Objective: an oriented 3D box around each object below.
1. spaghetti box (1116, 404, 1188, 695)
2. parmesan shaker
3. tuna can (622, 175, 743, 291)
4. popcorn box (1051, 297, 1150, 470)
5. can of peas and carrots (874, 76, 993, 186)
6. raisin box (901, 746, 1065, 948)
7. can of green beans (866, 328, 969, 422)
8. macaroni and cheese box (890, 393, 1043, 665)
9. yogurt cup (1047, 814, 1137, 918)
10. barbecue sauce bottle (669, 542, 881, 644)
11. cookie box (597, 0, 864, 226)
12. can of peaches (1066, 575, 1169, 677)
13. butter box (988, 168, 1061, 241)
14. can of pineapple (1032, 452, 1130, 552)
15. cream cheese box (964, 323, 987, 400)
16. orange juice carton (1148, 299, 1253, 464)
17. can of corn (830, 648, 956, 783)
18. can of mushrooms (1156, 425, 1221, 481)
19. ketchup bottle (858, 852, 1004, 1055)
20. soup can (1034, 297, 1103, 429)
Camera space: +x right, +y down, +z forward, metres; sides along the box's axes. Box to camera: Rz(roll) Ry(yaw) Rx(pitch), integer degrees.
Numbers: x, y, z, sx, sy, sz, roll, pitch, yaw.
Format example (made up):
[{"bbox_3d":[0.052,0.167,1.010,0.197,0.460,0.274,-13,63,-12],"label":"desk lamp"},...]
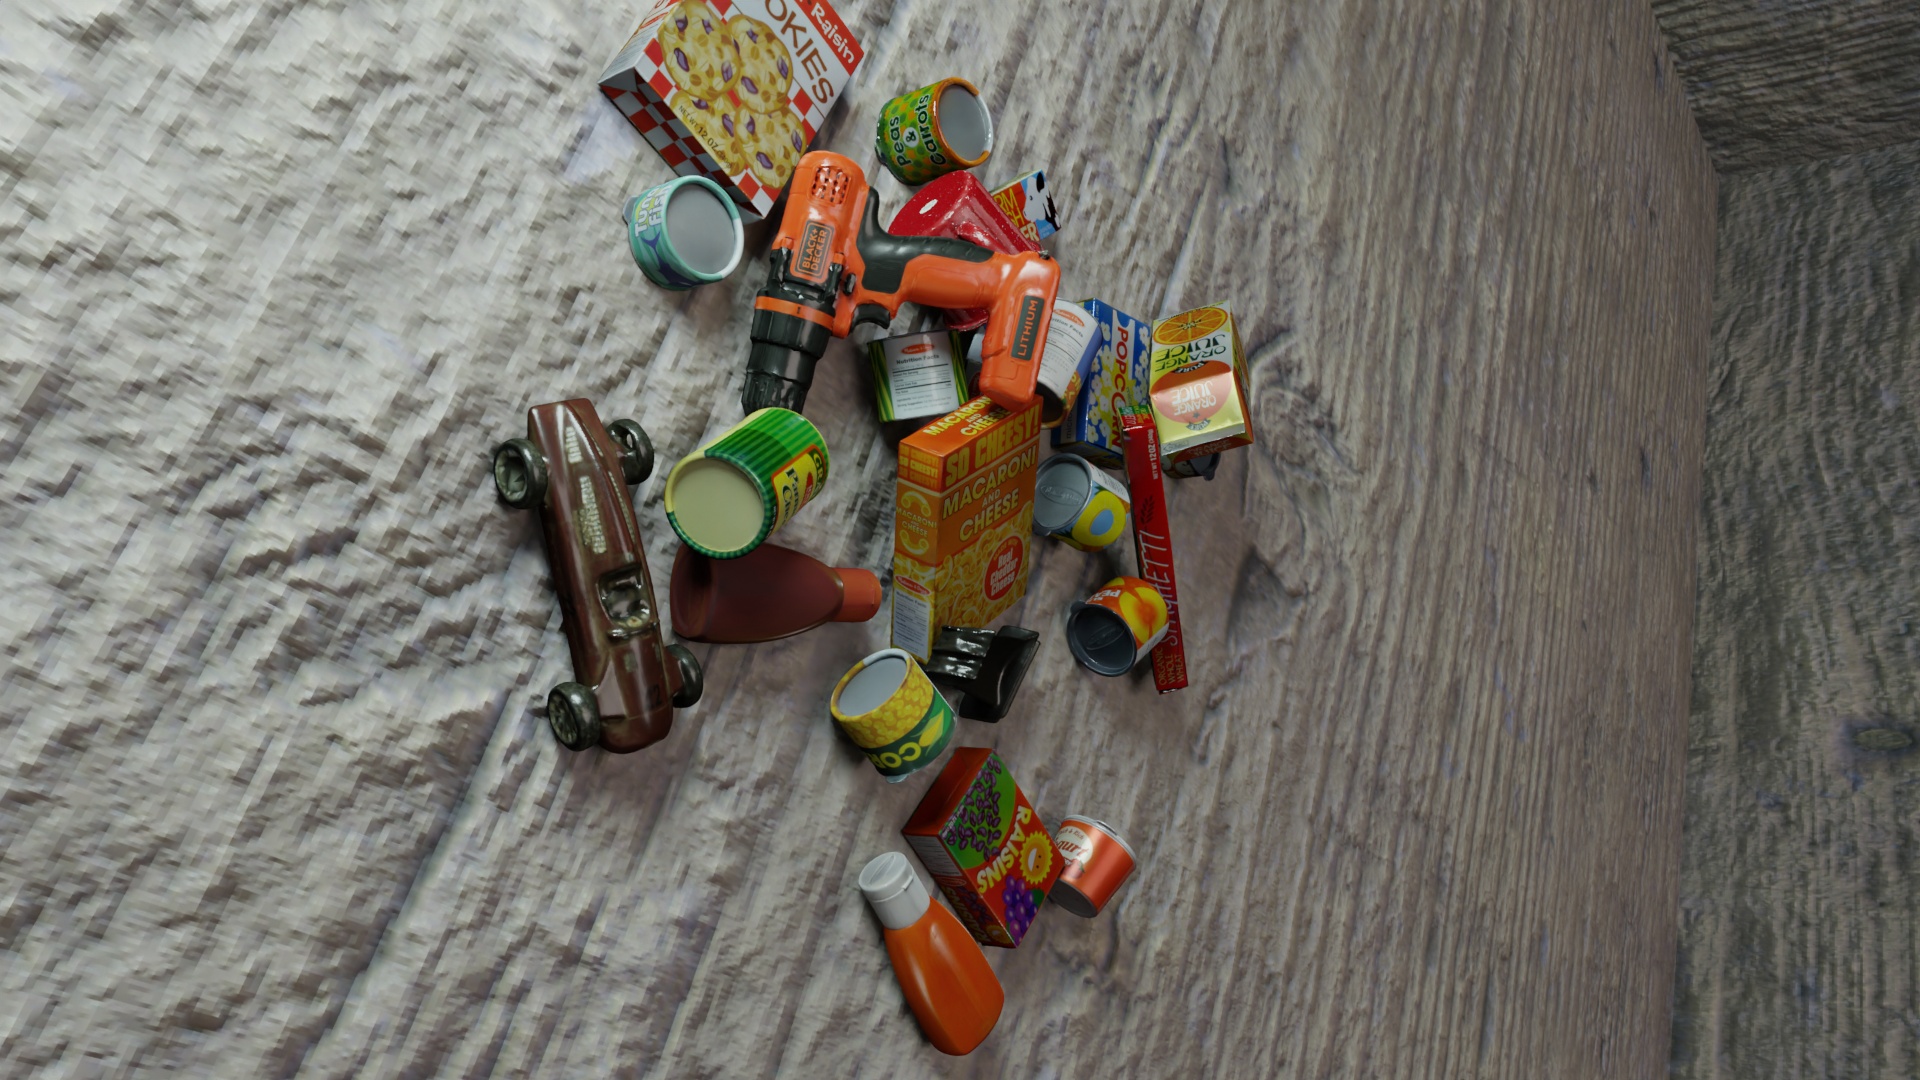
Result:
[{"bbox_3d":[0.161,0.010,1.163,0.050,0.029,0.249,-88,168,-66],"label":"spaghetti box"},{"bbox_3d":[-0.127,-0.033,0.829,0.103,0.071,0.071,-55,129,-67],"label":"parmesan shaker"},{"bbox_3d":[-0.169,-0.189,0.849,0.071,0.033,0.071,7,81,-49],"label":"tuna can"},{"bbox_3d":[0.120,-0.130,1.173,0.085,0.038,0.127,16,74,-46],"label":"popcorn box"},{"bbox_3d":[-0.019,-0.298,1.015,0.071,0.058,0.071,8,79,-49],"label":"can of peas and carrots"},{"bbox_3d":[0.019,0.225,1.015,0.123,0.040,0.086,59,46,-25],"label":"raisin box"},{"bbox_3d":[-0.029,-0.116,0.977,0.071,0.071,0.057,-15,98,-49],"label":"can of green beans"},{"bbox_3d":[0.003,-0.012,0.974,0.124,0.040,0.165,-34,137,-46],"label":"macaroni and cheese box"},{"bbox_3d":[0.096,0.256,1.083,0.054,0.072,0.072,-52,124,-29],"label":"yogurt cup"},{"bbox_3d":[-0.113,0.033,0.880,0.149,0.043,0.065,5,87,-49],"label":"barbecue sauce bottle"},{"bbox_3d":[-0.140,-0.304,0.890,0.122,0.040,0.168,47,53,-35],"label":"cookie box"},{"bbox_3d":[0.128,0.068,1.140,0.058,0.071,0.071,-34,111,-46],"label":"can of peaches"},{"bbox_3d":[0.038,-0.255,1.103,0.104,0.024,0.053,-40,115,-44],"label":"butter box"},{"bbox_3d":[0.092,-0.028,1.110,0.058,0.071,0.071,28,66,-45],"label":"can of pineapple"},{"bbox_3d":[0.021,-0.144,1.036,0.053,0.024,0.104,109,0,-48],"label":"cream cheese box"},{"bbox_3d":[0.207,-0.129,1.192,0.194,0.072,0.072,-75,147,-56],"label":"orange juice carton"},{"bbox_3d":[-0.046,0.117,0.930,0.058,0.071,0.071,55,49,-29],"label":"can of corn"},{"bbox_3d":[0.210,-0.088,1.276,0.071,0.033,0.071,8,79,-49],"label":"can of mushrooms"},{"bbox_3d":[-0.022,0.282,0.958,0.065,0.043,0.148,-48,120,-42],"label":"ketchup bottle"},{"bbox_3d":[0.067,-0.137,1.094,0.071,0.071,0.084,50,52,-34],"label":"soup can"}]
